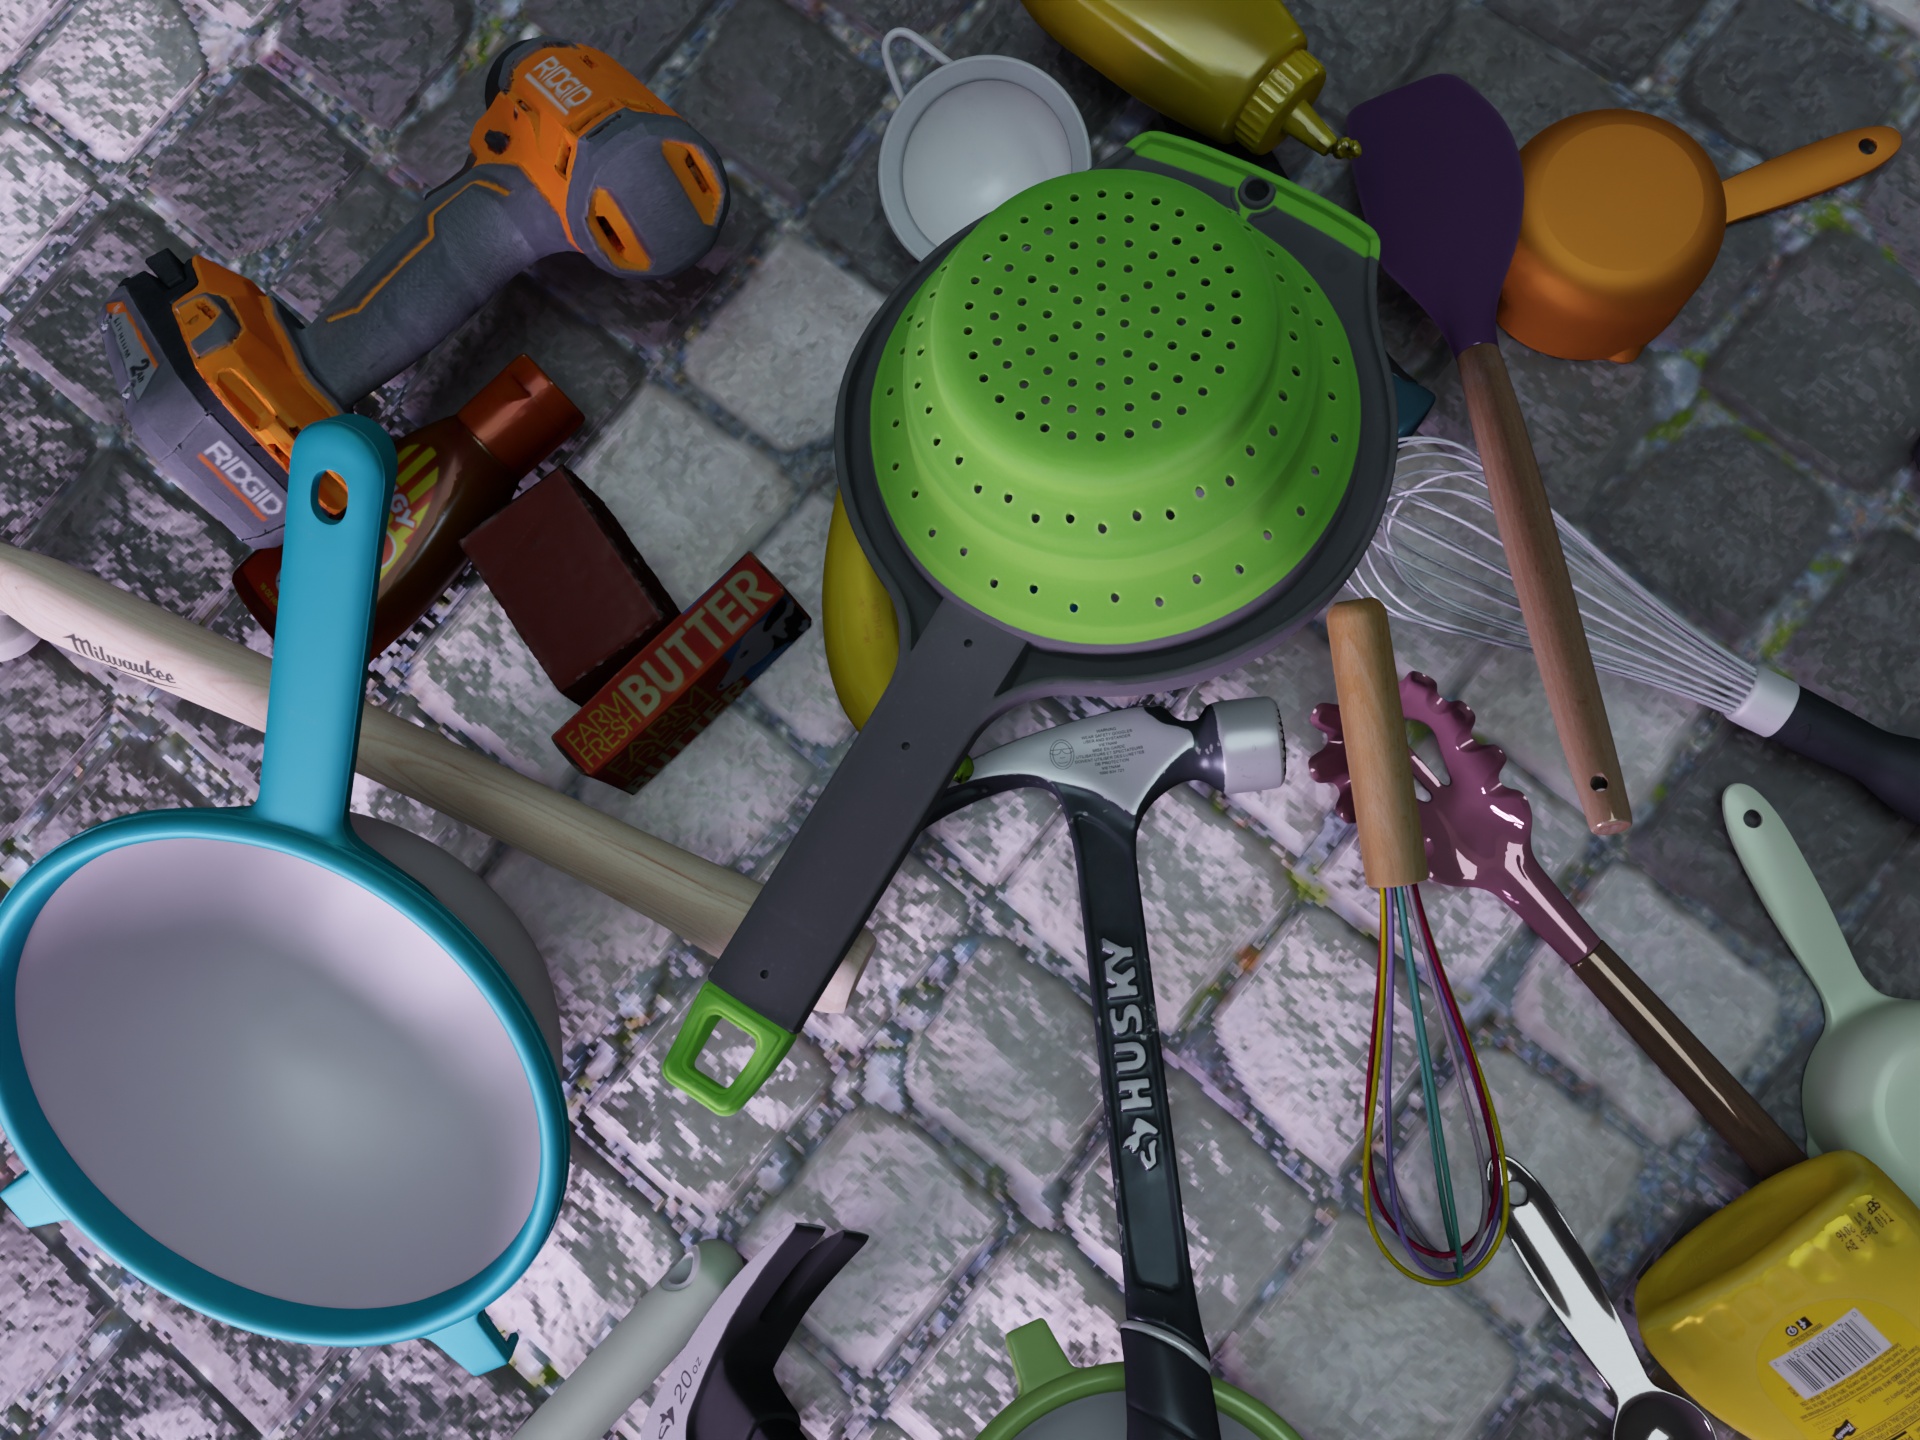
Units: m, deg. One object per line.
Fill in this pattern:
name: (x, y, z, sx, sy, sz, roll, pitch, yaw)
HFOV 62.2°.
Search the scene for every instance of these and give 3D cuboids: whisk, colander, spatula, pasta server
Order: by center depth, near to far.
colander: (0.008, -0.048, 0.532, 0.204, 0.094, 0.397, 29, 82, 14)
whisk: (0.153, 0.079, 0.558, 0.047, 0.051, 0.245, -9, 91, 23)
spatula: (0.191, -0.109, 0.563, 0.060, 0.018, 0.316, -15, 64, 20)
pasta server: (0.244, 0.106, 0.570, 0.060, 0.040, 0.316, -43, 80, 15)
whisk: (-0.168, 0.285, 0.577, 0.246, 0.058, 0.059, -46, 114, -6)
whisk: (0.263, -0.021, 0.584, 0.284, 0.070, 0.070, 28, 84, 4)

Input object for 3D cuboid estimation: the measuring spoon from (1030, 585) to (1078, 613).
measuring spoon: (-0.001, -0.002, 0.624, 0.128, 0.021, 0.042, -40, 69, 7)

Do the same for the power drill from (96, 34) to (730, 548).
power drill: (-0.216, -0.185, 0.627, 0.226, 0.084, 0.164, -36, 49, -4)

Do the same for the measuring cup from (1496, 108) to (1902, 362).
measuring cup: (0.286, -0.204, 0.610, 0.173, 0.052, 0.095, -20, 79, 4)

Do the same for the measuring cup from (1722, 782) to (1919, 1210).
measuring cup: (0.321, 0.096, 0.562, 0.083, 0.038, 0.168, -26, 81, 0)

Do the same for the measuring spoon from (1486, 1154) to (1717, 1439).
measuring spoon: (0.224, 0.212, 0.568, 0.034, 0.018, 0.124, -30, 72, 6)

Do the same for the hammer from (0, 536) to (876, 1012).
hammer: (-0.221, 0.004, 0.590, 0.410, 0.146, 0.038, 24, 62, 4)

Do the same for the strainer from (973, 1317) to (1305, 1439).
strainer: (0.037, 0.341, 0.511, 0.151, 0.069, 0.256, 24, 65, 8)

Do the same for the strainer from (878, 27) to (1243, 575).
strainer: (0.047, -0.162, 0.633, 0.087, 0.050, 0.258, -34, 85, 17)

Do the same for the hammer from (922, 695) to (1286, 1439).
hammer: (0.060, 0.185, 0.526, 0.149, 0.036, 0.409, -7, 65, 5)

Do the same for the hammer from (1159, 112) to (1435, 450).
hammer: (0.099, -0.248, 0.645, 0.128, 0.033, 0.331, -26, 79, 0)

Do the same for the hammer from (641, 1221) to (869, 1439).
hammer: (0.003, 0.281, 0.456, 0.335, 0.035, 0.146, 25, 90, 50)

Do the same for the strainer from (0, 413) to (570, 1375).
strainer: (-0.210, 0.054, 0.545, 0.211, 0.095, 0.340, 17, 112, 3)

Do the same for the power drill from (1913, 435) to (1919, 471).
power drill: (0.438, -0.026, 0.557, 0.143, 0.078, 0.220, -19, 82, 2)
